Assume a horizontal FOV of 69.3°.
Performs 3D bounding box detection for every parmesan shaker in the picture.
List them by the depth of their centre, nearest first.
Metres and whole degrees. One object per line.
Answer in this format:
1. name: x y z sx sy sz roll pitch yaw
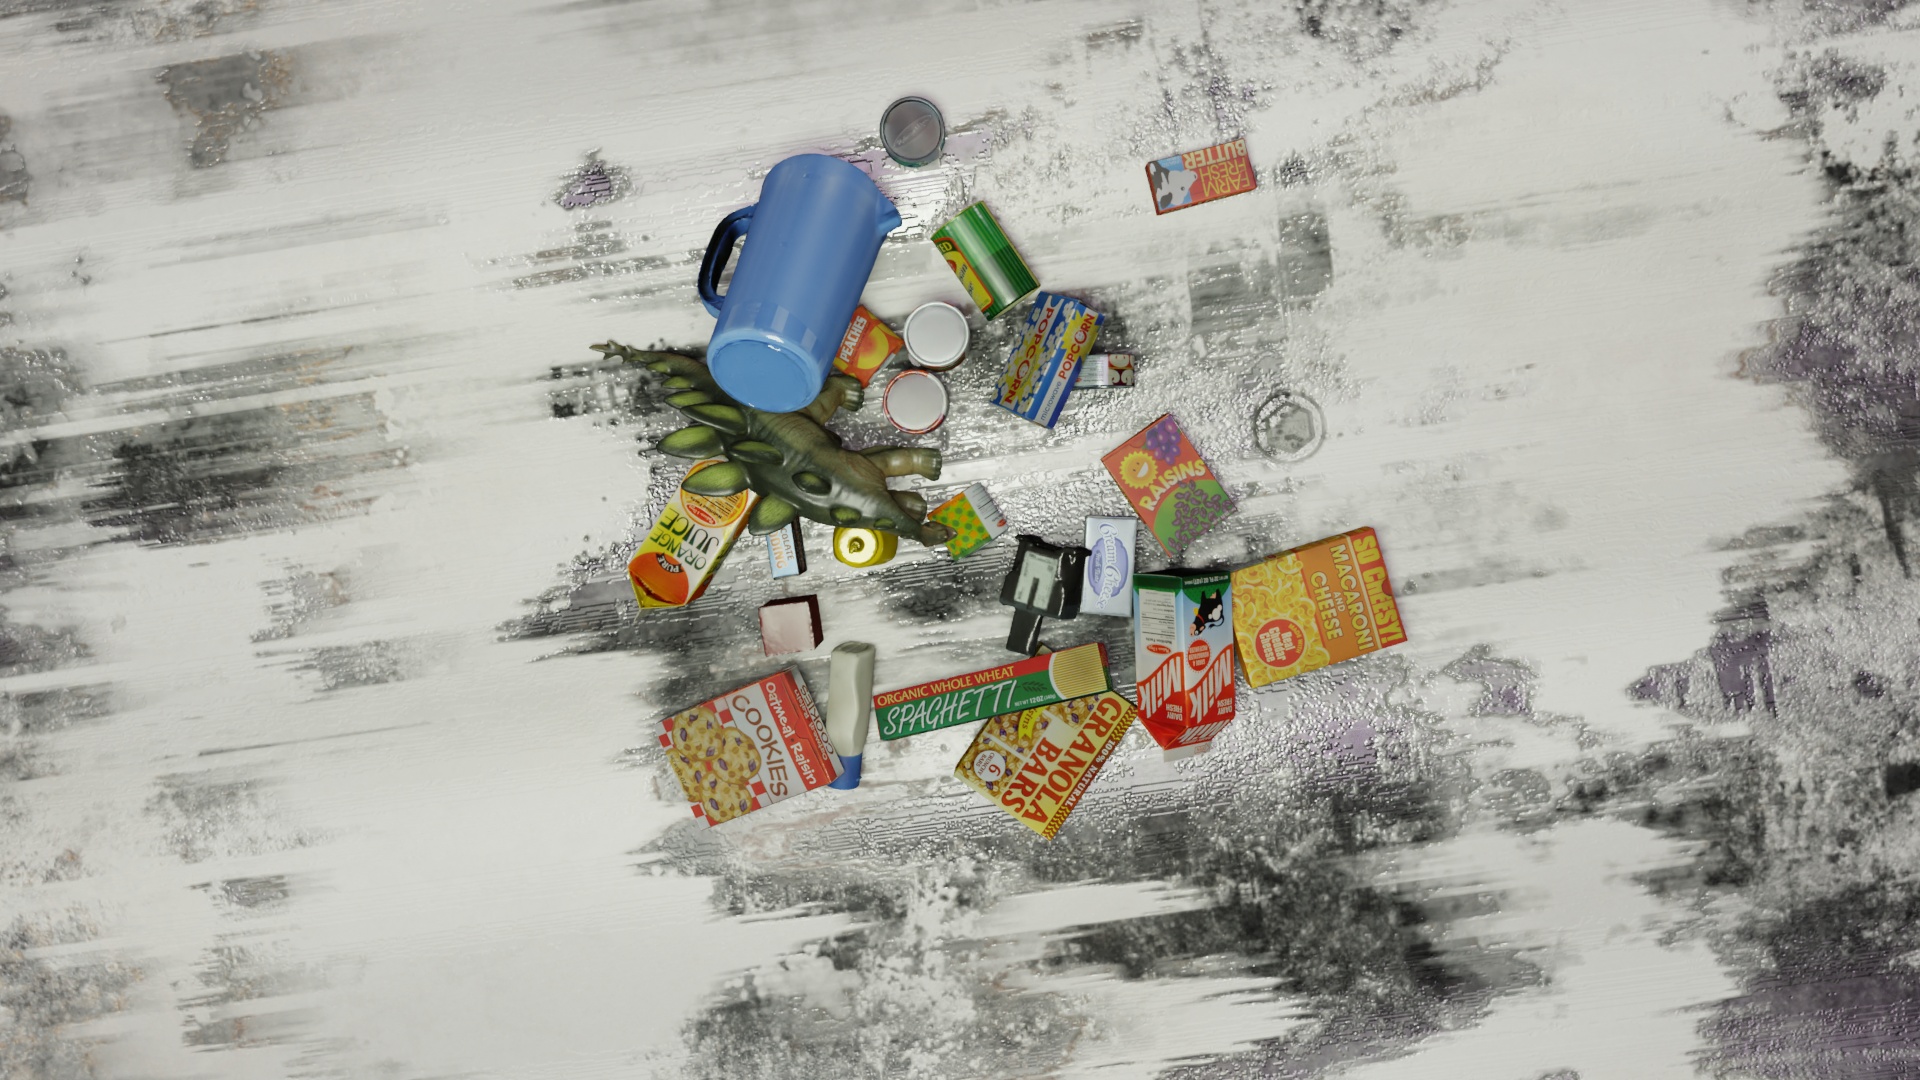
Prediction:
1. parmesan shaker: 0.026 -0.280 1.394 0.071 0.071 0.103 -35 93 4

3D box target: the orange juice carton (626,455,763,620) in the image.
1. orange juice carton: -0.274 -0.001 1.421 0.073 0.072 0.192 33 94 -1

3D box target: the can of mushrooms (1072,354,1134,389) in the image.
1. can of mushrooms: 0.144 -0.170 1.404 0.071 0.071 0.033 -1 93 2

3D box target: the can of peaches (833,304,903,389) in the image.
1. can of peaches: -0.099 -0.195 1.404 0.058 0.071 0.071 41 94 -3

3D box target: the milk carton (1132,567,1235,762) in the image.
1. milk carton: 0.227 0.126 1.404 0.072 0.073 0.190 -5 94 -36

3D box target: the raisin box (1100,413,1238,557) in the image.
1. raisin box: 0.212 -0.057 1.421 0.086 0.040 0.123 -35 92 4

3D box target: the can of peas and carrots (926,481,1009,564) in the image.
1. can of peas and carrots: 0.005 -0.018 1.416 0.071 0.071 0.058 -32 92 4

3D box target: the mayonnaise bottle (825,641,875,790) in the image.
1. mayonnaise bottle: -0.117 0.182 1.437 0.041 0.065 0.147 8 98 14

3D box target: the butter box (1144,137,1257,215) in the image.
1. butter box: 0.243 -0.368 1.406 0.103 0.024 0.053 -14 93 2

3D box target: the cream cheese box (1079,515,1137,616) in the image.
1. cream cheese box: 0.153 0.026 1.436 0.053 0.024 0.103 3 94 1

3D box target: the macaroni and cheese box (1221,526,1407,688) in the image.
1. macaroni and cheese box: 0.359 0.068 1.426 0.166 0.040 0.123 -18 94 3

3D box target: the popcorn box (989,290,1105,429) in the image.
1. popcorn box: 0.085 -0.181 1.390 0.038 0.085 0.126 23 95 -28

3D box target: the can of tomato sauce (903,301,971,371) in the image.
1. can of tomato sauce: -0.025 -0.204 1.395 0.071 0.083 0.071 0 94 1

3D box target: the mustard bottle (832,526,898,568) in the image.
1. mustard bottle: -0.097 0.001 1.373 0.065 0.160 0.048 2 93 0

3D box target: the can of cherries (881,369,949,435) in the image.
1. can of cherries: -0.047 -0.139 1.412 0.071 0.058 0.071 0 94 1

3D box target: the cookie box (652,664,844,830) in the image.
1. cookie box: -0.218 0.213 1.426 0.167 0.040 0.123 -23 93 22

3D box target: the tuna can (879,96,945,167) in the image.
1. tuna can: -0.046 -0.411 1.406 0.071 0.033 0.071 0 94 2

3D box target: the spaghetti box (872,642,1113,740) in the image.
1. spaghetti box: 0.030 0.156 1.413 0.250 0.028 0.050 -15 77 16

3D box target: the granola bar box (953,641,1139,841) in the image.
1. granola bar box: 0.089 0.207 1.443 0.124 0.039 0.165 34 94 0

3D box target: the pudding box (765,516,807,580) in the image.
1. pudding box: -0.182 -0.004 1.430 0.030 0.050 0.083 -8 93 4
